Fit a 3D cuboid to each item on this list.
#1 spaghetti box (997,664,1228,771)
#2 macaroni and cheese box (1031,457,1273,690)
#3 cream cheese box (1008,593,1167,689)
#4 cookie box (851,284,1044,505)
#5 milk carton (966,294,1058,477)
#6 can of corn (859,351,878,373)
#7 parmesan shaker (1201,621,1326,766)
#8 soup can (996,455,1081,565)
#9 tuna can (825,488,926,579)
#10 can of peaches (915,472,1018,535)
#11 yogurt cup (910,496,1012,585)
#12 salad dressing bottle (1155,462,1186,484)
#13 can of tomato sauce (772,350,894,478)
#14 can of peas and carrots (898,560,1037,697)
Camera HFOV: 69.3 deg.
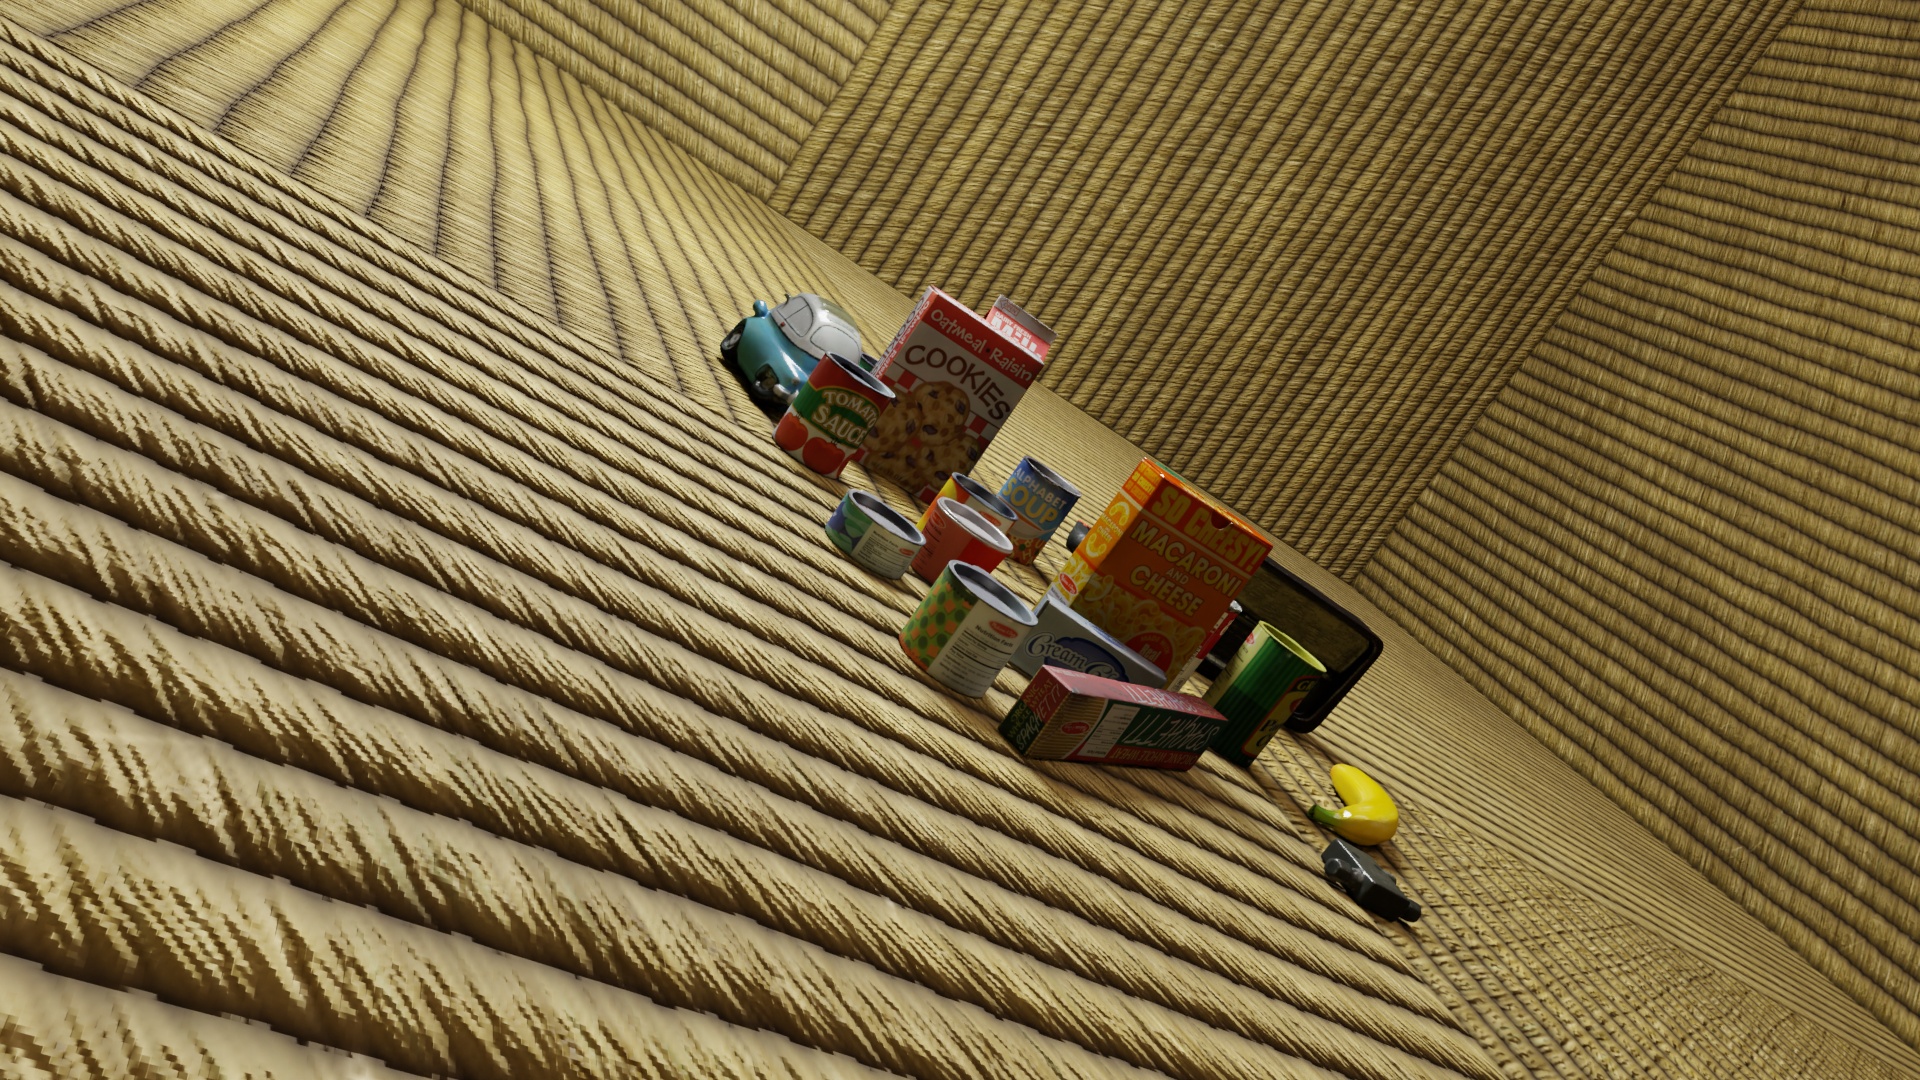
[{"bbox_3d":[0.107,0.120,0.907,0.029,0.050,0.250,42,13,31],"label":"spaghetti box"},{"bbox_3d":[0.137,0.039,1.031,0.123,0.166,0.040,29,12,-31],"label":"macaroni and cheese box"},{"bbox_3d":[0.088,0.088,0.976,0.104,0.053,0.024,34,11,-6],"label":"cream cheese box"},{"bbox_3d":[-0.022,-0.128,1.256,0.123,0.167,0.040,31,12,-24],"label":"cookie box"},{"bbox_3d":[0.014,-0.143,1.367,0.072,0.190,0.073,34,11,-10],"label":"milk carton"},{"bbox_3d":[-0.092,-0.151,1.432,0.071,0.058,0.071,34,11,-7],"label":"can of corn"},{"bbox_3d":[0.242,0.126,1.141,0.071,0.103,0.071,34,11,-7],"label":"parmesan shaker"},{"bbox_3d":[0.063,-0.028,1.305,0.071,0.083,0.071,34,11,-7],"label":"soup can"},{"bbox_3d":[-0.061,-0.005,0.980,0.071,0.032,0.071,34,11,-7],"label":"tuna can"},{"bbox_3d":[0.004,-0.014,1.144,0.071,0.058,0.071,34,11,-7],"label":"can of peaches"},{"bbox_3d":[-0.003,0.008,1.042,0.072,0.054,0.072,34,11,-7],"label":"yogurt cup"},{"bbox_3d":[0.159,-0.006,1.334,0.044,0.147,0.064,31,11,-24],"label":"salad dressing bottle"},{"bbox_3d":[-0.103,-0.101,1.123,0.071,0.083,0.071,34,11,-7],"label":"can of tomato sauce"},{"bbox_3d":[0.003,0.053,0.857,0.071,0.058,0.071,34,11,-7],"label":"can of peas and carrots"}]
